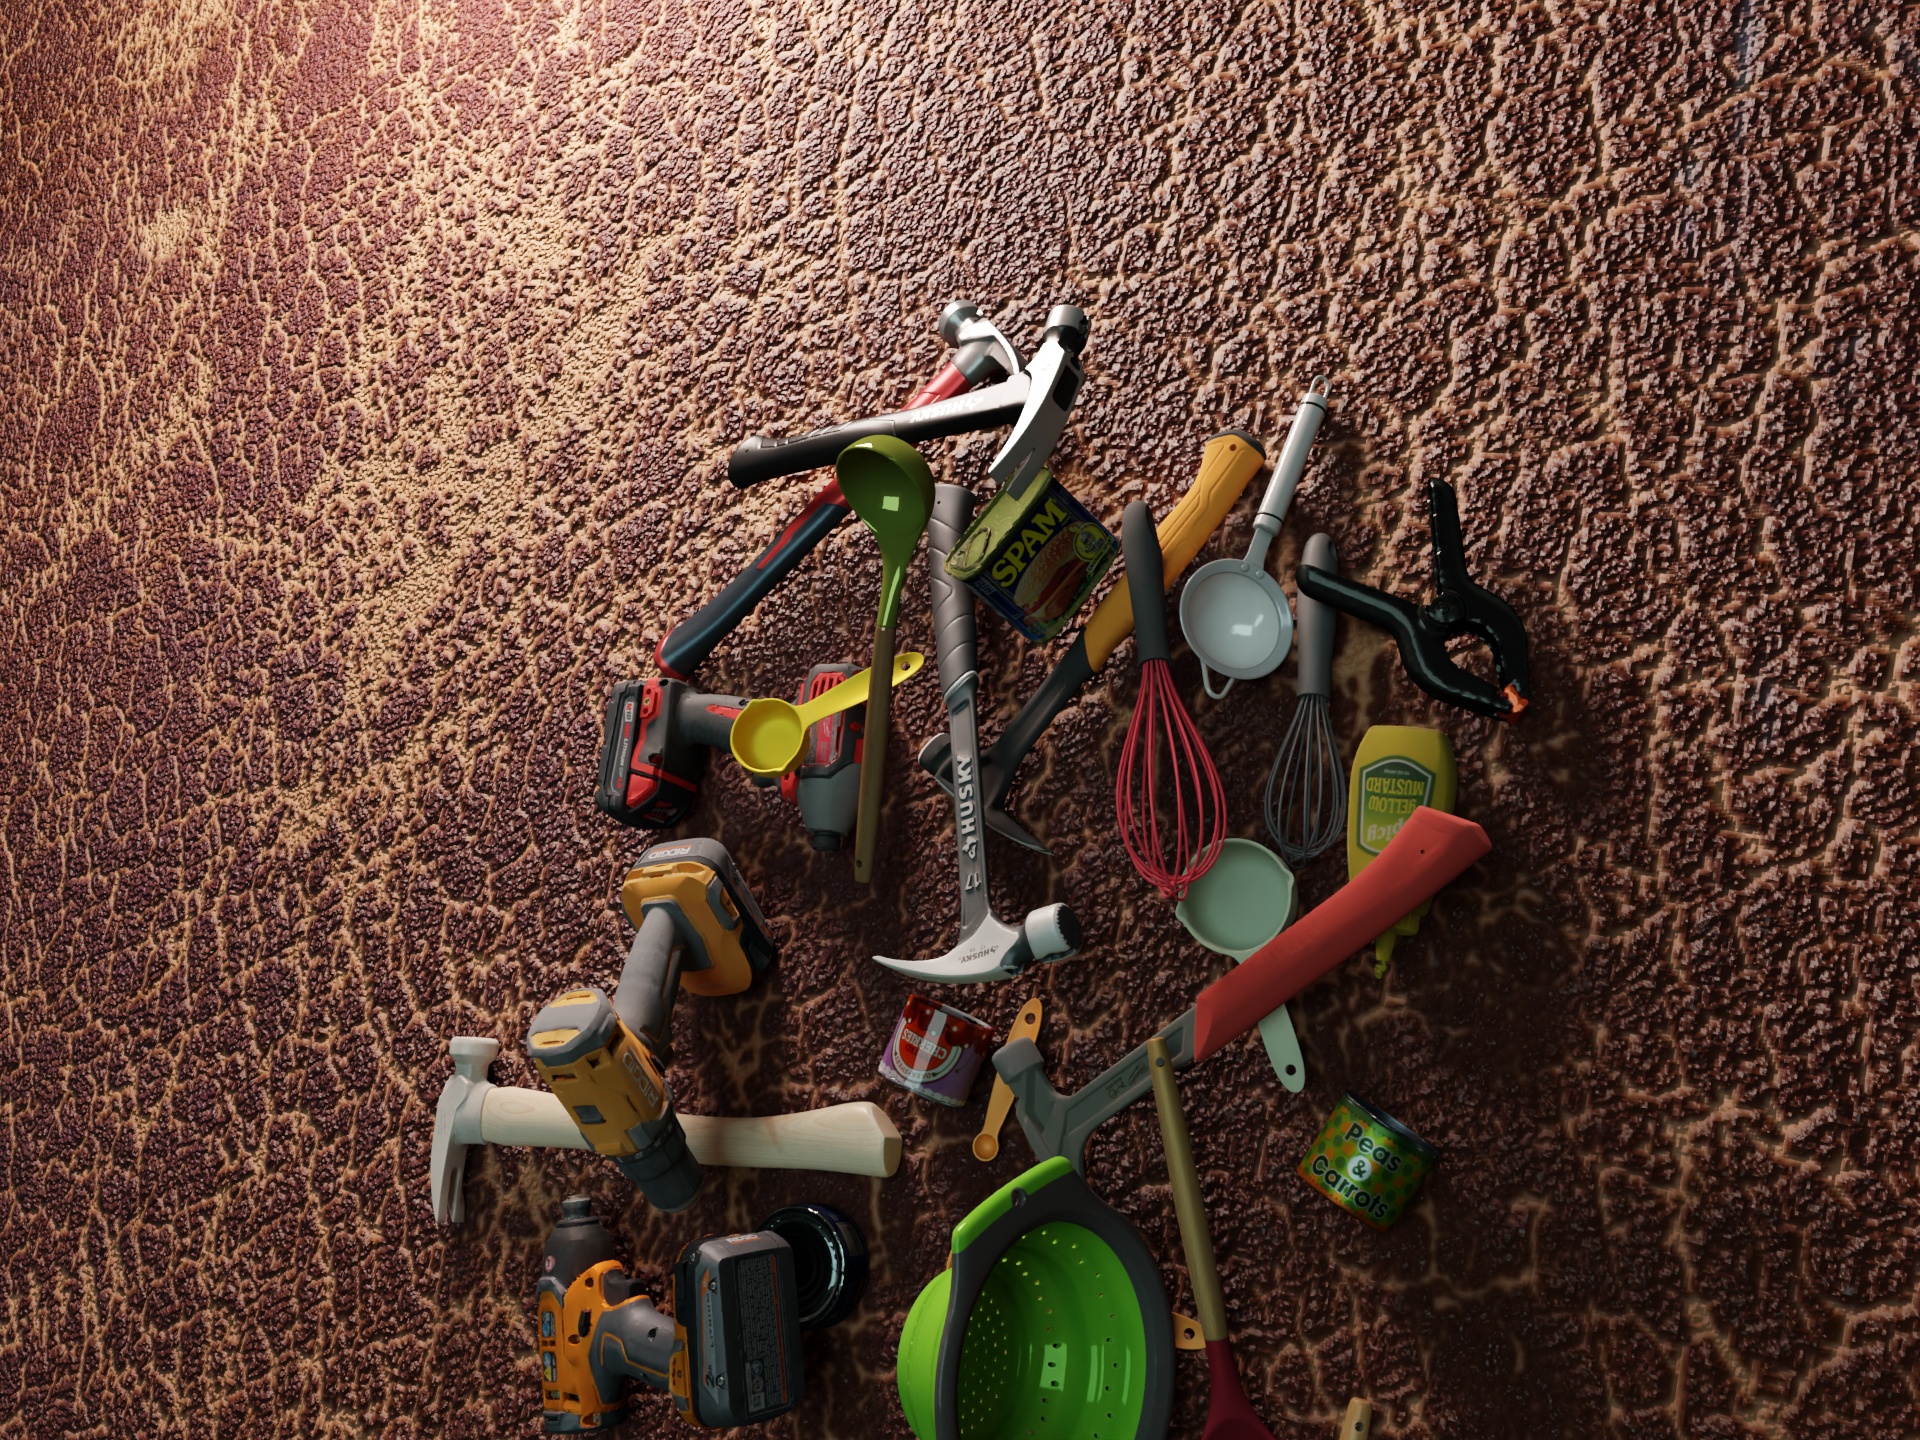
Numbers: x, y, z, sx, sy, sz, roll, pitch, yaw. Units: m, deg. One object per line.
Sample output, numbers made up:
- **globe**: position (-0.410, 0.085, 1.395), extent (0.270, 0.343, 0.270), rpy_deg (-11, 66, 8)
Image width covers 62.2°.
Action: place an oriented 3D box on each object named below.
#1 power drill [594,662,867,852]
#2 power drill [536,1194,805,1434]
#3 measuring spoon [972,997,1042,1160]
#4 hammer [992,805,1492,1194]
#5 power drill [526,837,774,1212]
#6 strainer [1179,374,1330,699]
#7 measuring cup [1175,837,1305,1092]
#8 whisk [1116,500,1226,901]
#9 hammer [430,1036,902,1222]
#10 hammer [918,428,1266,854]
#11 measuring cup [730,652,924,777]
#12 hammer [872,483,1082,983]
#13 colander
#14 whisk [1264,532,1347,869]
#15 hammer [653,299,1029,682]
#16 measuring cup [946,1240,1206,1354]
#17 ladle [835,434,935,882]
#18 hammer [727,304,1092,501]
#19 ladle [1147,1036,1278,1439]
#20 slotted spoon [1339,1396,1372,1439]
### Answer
- **power drill**: position (-0.168, 0.032, 1.239), extent (0.220, 0.078, 0.143), rpy_deg (-2, 74, 23)
- **power drill**: position (-0.218, 0.414, 1.121), extent (0.226, 0.084, 0.164), rpy_deg (-18, 72, 37)
- **measuring spoon**: position (0.035, 0.250, 1.109), extent (0.021, 0.011, 0.117), rpy_deg (14, 78, 29)
- **hammer**: position (0.184, 0.182, 1.001), extent (0.359, 0.036, 0.149), rpy_deg (-41, 68, 21)
- **power drill**: position (-0.208, 0.218, 1.139), extent (0.084, 0.185, 0.226), rpy_deg (-10, 32, 23)
- **strainer**: position (0.213, -0.129, 1.114), extent (0.087, 0.050, 0.258), rpy_deg (25, 78, -12)
- **measuring cup**: position (0.198, 0.159, 1.041), extent (0.083, 0.038, 0.168), rpy_deg (-22, 73, 21)
- **whisk**: position (0.133, -0.021, 1.071), extent (0.073, 0.073, 0.296), rpy_deg (-14, 63, 22)
- **hammer**: position (-0.234, 0.323, 1.206), extent (0.411, 0.038, 0.146), rpy_deg (-3, 76, 26)
- **hammer**: position (0.113, -0.064, 1.148), extent (0.127, 0.034, 0.337), rpy_deg (39, 94, 31)
- **measuring cup**: position (-0.095, -0.007, 1.174), extent (0.156, 0.029, 0.062), rpy_deg (-27, 68, 1)
- **hammer**: position (-0.002, -0.004, 1.147), extent (0.149, 0.036, 0.409), rpy_deg (-22, 55, 27)
- **colander**: position (0.052, 0.461, 0.946), extent (0.094, 0.204, 0.397), rpy_deg (-12, 95, 44)
- **whisk**: position (0.234, -0.017, 1.067), extent (0.055, 0.055, 0.239), rpy_deg (-2, 70, 26)
- **hammer**: position (-0.099, -0.162, 1.264), extent (0.386, 0.038, 0.143), rpy_deg (-44, 44, 11)
- **measuring cup**: position (0.079, 0.371, 1.031), extent (0.173, 0.052, 0.095), rpy_deg (12, 85, 15)
- **ladle**: position (-0.063, -0.040, 1.126), extent (0.078, 0.062, 0.320), rpy_deg (12, 100, 38)
- **hammer**: position (-0.055, -0.214, 1.203), extent (0.335, 0.035, 0.146), rpy_deg (-5, 58, 39)
- **ladle**: position (0.151, 0.353, 0.977), extent (0.069, 0.031, 0.315), rpy_deg (-11, 82, 2)
- **slotted spoon**: position (0.196, 0.555, 0.924), extent (0.070, 0.031, 0.314), rpy_deg (16, 79, 1)
